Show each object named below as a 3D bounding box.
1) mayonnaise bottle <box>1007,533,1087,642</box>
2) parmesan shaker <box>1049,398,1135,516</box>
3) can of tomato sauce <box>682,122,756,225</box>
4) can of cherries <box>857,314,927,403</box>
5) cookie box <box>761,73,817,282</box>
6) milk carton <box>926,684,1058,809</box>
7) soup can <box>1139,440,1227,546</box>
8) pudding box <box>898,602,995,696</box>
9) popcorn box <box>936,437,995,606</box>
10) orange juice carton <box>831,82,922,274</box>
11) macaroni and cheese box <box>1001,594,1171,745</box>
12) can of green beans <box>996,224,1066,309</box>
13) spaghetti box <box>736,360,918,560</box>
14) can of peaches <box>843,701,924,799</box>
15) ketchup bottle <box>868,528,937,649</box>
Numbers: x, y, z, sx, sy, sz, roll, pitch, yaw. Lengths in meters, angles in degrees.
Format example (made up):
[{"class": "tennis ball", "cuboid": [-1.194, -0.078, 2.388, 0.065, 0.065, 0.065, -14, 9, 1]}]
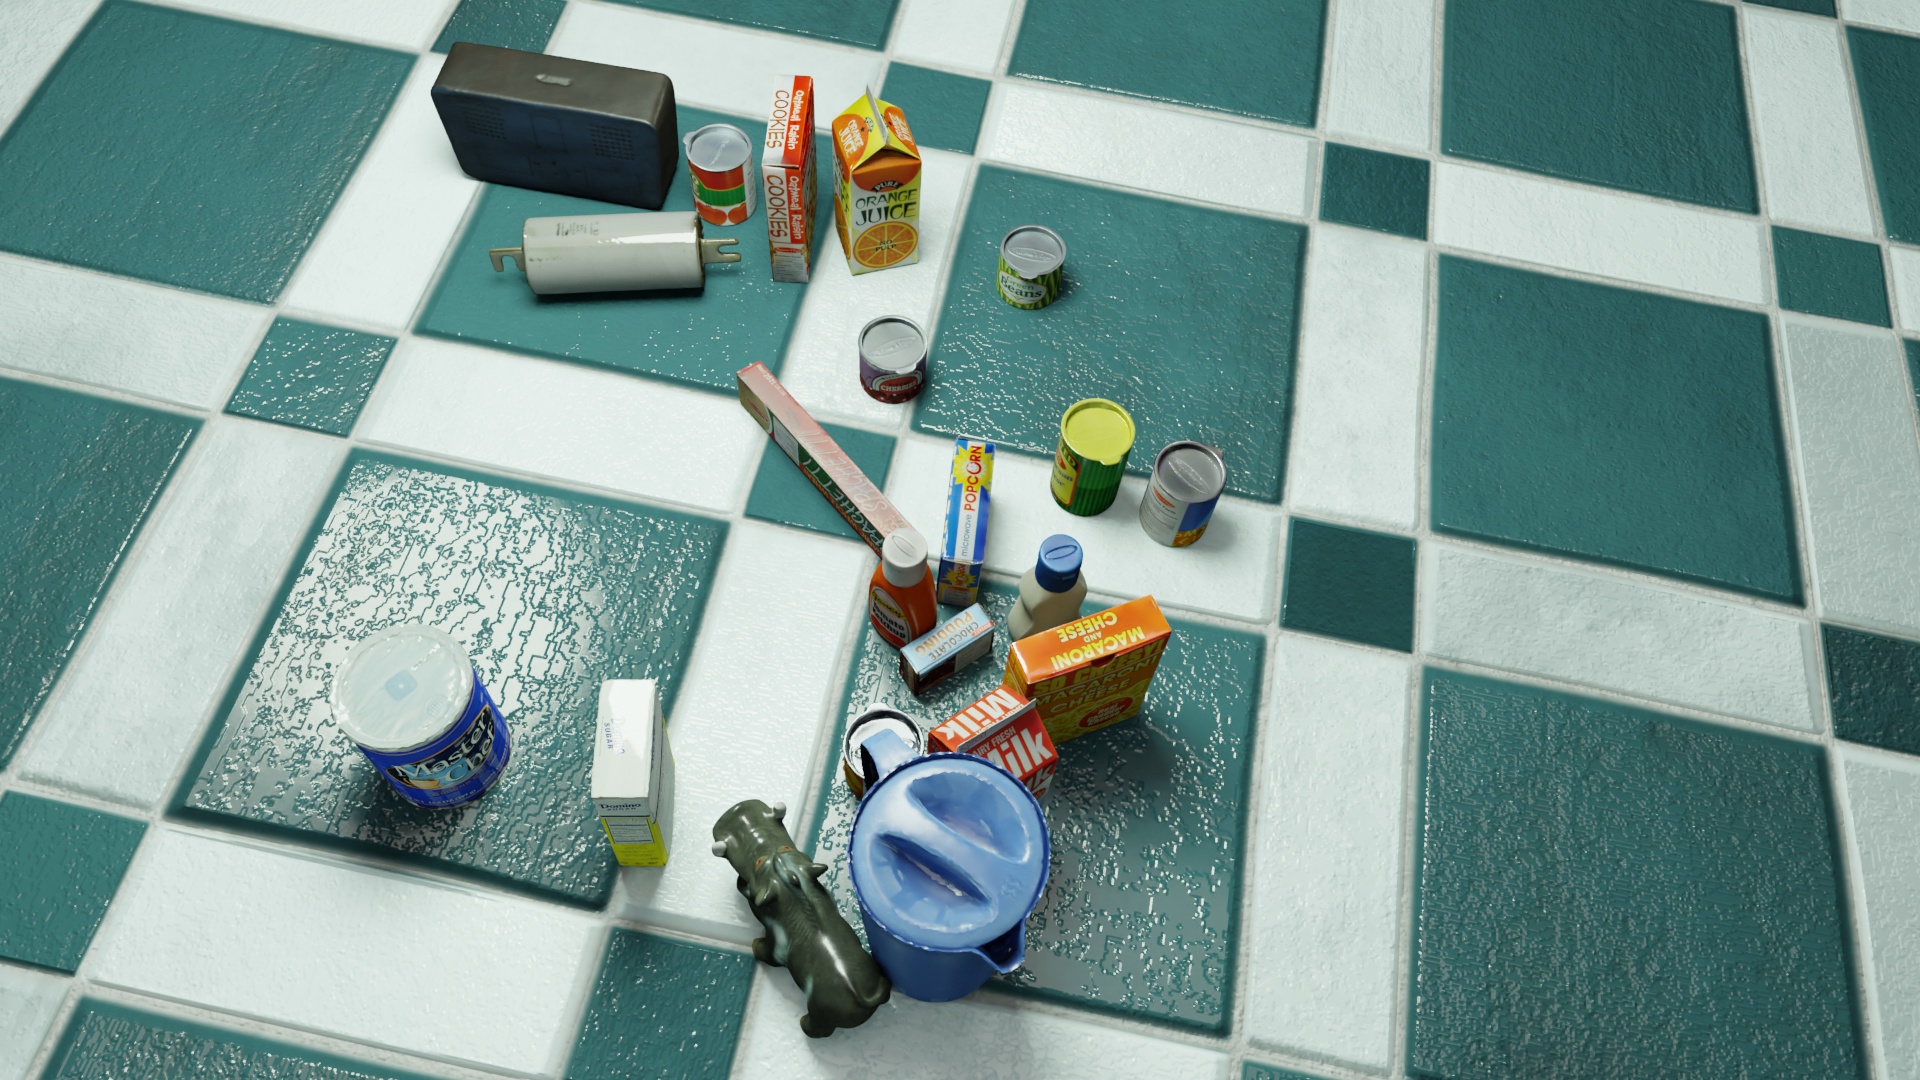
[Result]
[{"class": "mayonnaise bottle", "cuboid": [0.077, 0.045, 1.178, 0.065, 0.147, 0.041, -16, 63, -13]}, {"class": "parmesan shaker", "cuboid": [0.120, -0.072, 1.273, 0.071, 0.102, 0.071, 2, 61, -3]}, {"class": "can of tomato sauce", "cuboid": [-0.248, -0.376, 1.432, 0.071, 0.082, 0.071, 2, 61, -3]}, {"class": "can of cherries", "cuboid": [-0.065, -0.172, 1.343, 0.071, 0.058, 0.072, 2, 60, -3]}, {"class": "cookie box", "cuboid": [-0.166, -0.357, 1.379, 0.040, 0.166, 0.123, 3, 61, -2]}, {"class": "milk carton", "cuboid": [0.022, 0.176, 1.075, 0.072, 0.189, 0.073, -30, 67, -19]}, {"class": "soup can", "cuboid": [0.205, -0.043, 1.274, 0.071, 0.083, 0.071, 2, 61, -3]}, {"class": "pudding box", "cuboid": [-0.012, 0.094, 1.200, 0.084, 0.049, 0.030, -31, 67, -19]}, {"class": "popcorn box", "cuboid": [0.004, -0.016, 1.243, 0.038, 0.084, 0.127, 7, 60, 0]}, {"class": "orange juice carton", "cuboid": [-0.083, -0.355, 1.369, 0.073, 0.191, 0.072, -13, 62, -11]}, {"class": "macaroni and cheese box", "cuboid": [0.096, 0.115, 1.129, 0.124, 0.165, 0.040, -18, 64, -14]}, {"class": "can of green beans", "cuboid": [0.071, -0.278, 1.413, 0.071, 0.057, 0.071, 2, 60, -3]}, {"class": "spaghetti box", "cuboid": [-0.123, -0.067, 1.284, 0.029, 0.050, 0.250, -35, 68, -21]}, {"class": "can of peaches", "cuboid": [-0.064, 0.176, 1.145, 0.071, 0.057, 0.071, 2, 60, -3]}, {"class": "ketchup bottle", "cuboid": [-0.048, 0.040, 1.172, 0.065, 0.148, 0.044, 40, 66, 17]}]
